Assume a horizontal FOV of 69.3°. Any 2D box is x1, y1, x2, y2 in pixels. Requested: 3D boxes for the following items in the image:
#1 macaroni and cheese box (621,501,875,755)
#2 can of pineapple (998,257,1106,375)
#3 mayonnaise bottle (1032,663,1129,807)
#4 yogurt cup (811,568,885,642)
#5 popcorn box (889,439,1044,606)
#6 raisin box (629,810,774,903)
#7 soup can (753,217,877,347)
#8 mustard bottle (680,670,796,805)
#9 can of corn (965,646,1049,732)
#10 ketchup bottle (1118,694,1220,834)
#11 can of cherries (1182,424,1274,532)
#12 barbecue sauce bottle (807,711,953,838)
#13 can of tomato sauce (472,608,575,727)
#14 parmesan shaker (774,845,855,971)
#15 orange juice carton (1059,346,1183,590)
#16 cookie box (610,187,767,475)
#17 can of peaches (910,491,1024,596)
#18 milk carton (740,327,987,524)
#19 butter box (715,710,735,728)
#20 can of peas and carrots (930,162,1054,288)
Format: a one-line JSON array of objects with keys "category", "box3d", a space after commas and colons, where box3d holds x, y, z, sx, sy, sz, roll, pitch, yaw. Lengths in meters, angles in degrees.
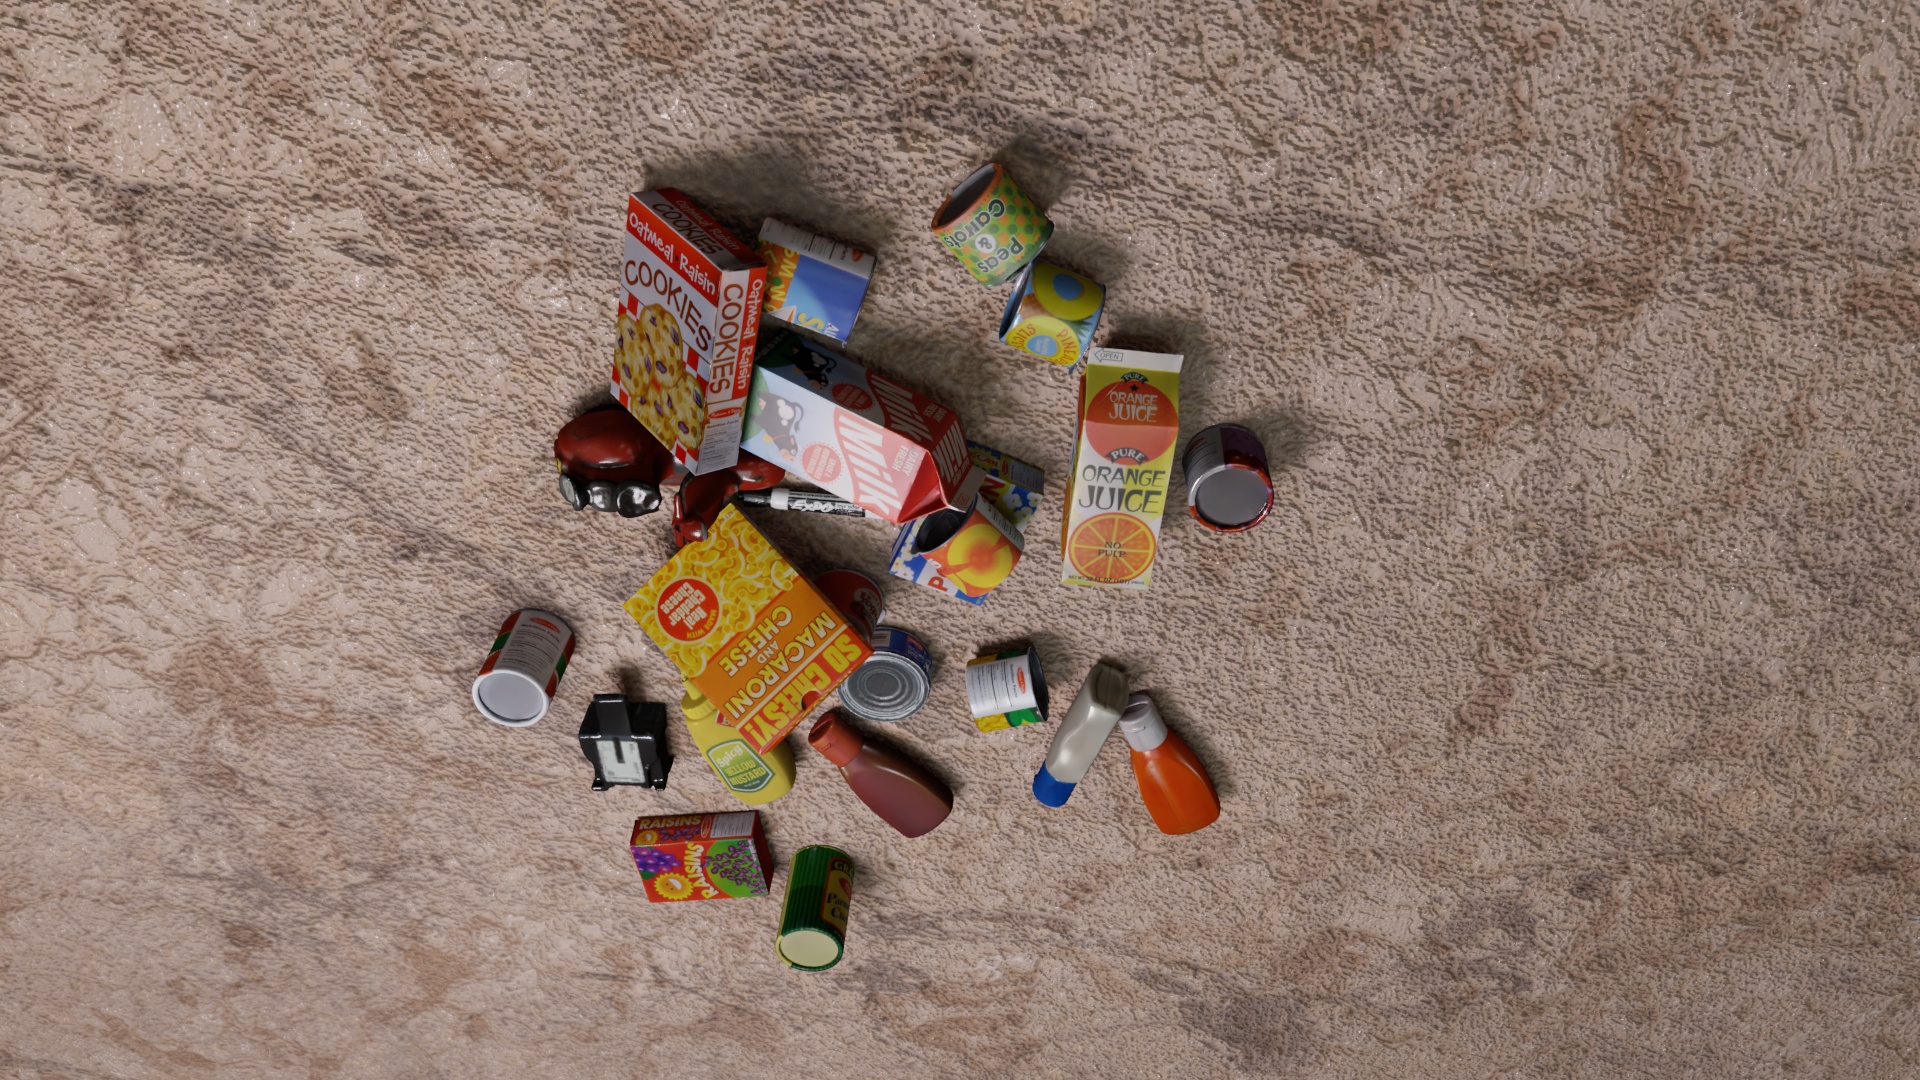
[{"category": "macaroni and cheese box", "box3d": [-0.171, 0.071, 1.124, 0.124, 0.040, 0.166, -44, 86, 0]}, {"category": "can of pineapple", "box3d": [0.065, -0.163, 1.003, 0.058, 0.071, 0.070, 20, 124, -10]}, {"category": "mayonnaise bottle", "box3d": [0.106, 0.180, 1.247, 0.041, 0.065, 0.147, 21, 127, -2]}, {"category": "yogurt cup", "box3d": [-0.101, 0.066, 1.179, 0.072, 0.054, 0.072, 2, 124, 2]}, {"category": "popcorn box", "box3d": [0.004, -0.014, 1.128, 0.085, 0.038, 0.126, 21, 123, -11]}, {"category": "raisin box", "box3d": [-0.253, 0.311, 1.366, 0.123, 0.040, 0.085, -5, 125, 5]}, {"category": "soup can", "box3d": [-0.111, -0.184, 0.997, 0.084, 0.072, 0.071, 19, 124, -9]}, {"category": "mustard bottle", "box3d": [-0.212, 0.173, 1.262, 0.065, 0.049, 0.159, -24, 121, 16]}, {"category": "can of corn", "box3d": [0.042, 0.131, 1.212, 0.058, 0.071, 0.071, -13, 123, 12]}, {"category": "ketchup bottle", "box3d": [0.185, 0.205, 1.269, 0.064, 0.044, 0.148, -21, 121, 15]}, {"category": "can of cherries", "box3d": [0.211, -0.047, 1.083, 0.071, 0.059, 0.071, 1, 125, 2]}, {"category": "barbecue sauce bottle", "box3d": [-0.077, 0.216, 1.289, 0.064, 0.044, 0.148, -36, 115, 24]}, {"category": "can of tomato sauce", "box3d": [-0.379, 0.112, 1.206, 0.071, 0.083, 0.070, 1, 125, 2]}, {"category": "parmesan shaker", "box3d": [-0.140, 0.361, 1.356, 0.071, 0.103, 0.071, 1, 125, 2]}, {"category": "orange juice carton", "box3d": [0.122, -0.061, 1.069, 0.072, 0.073, 0.191, 5, 125, 0]}, {"category": "cookie box", "box3d": [-0.198, -0.150, 0.998, 0.040, 0.123, 0.166, -18, 136, -39]}, {"category": "can of peaches", "box3d": [0.006, 0.003, 1.074, 0.071, 0.071, 0.058, -36, 116, 24]}, {"category": "milk carton", "box3d": [-0.073, -0.078, 1.040, 0.191, 0.073, 0.073, 26, 123, 2]}, {"category": "butter box", "box3d": [-0.174, 0.119, 1.189, 0.053, 0.104, 0.024, 13, 129, -7]}, {"category": "can of peas and carrots", "box3d": [0.021, -0.218, 0.965, 0.070, 0.071, 0.058, -35, 116, 24]}]
